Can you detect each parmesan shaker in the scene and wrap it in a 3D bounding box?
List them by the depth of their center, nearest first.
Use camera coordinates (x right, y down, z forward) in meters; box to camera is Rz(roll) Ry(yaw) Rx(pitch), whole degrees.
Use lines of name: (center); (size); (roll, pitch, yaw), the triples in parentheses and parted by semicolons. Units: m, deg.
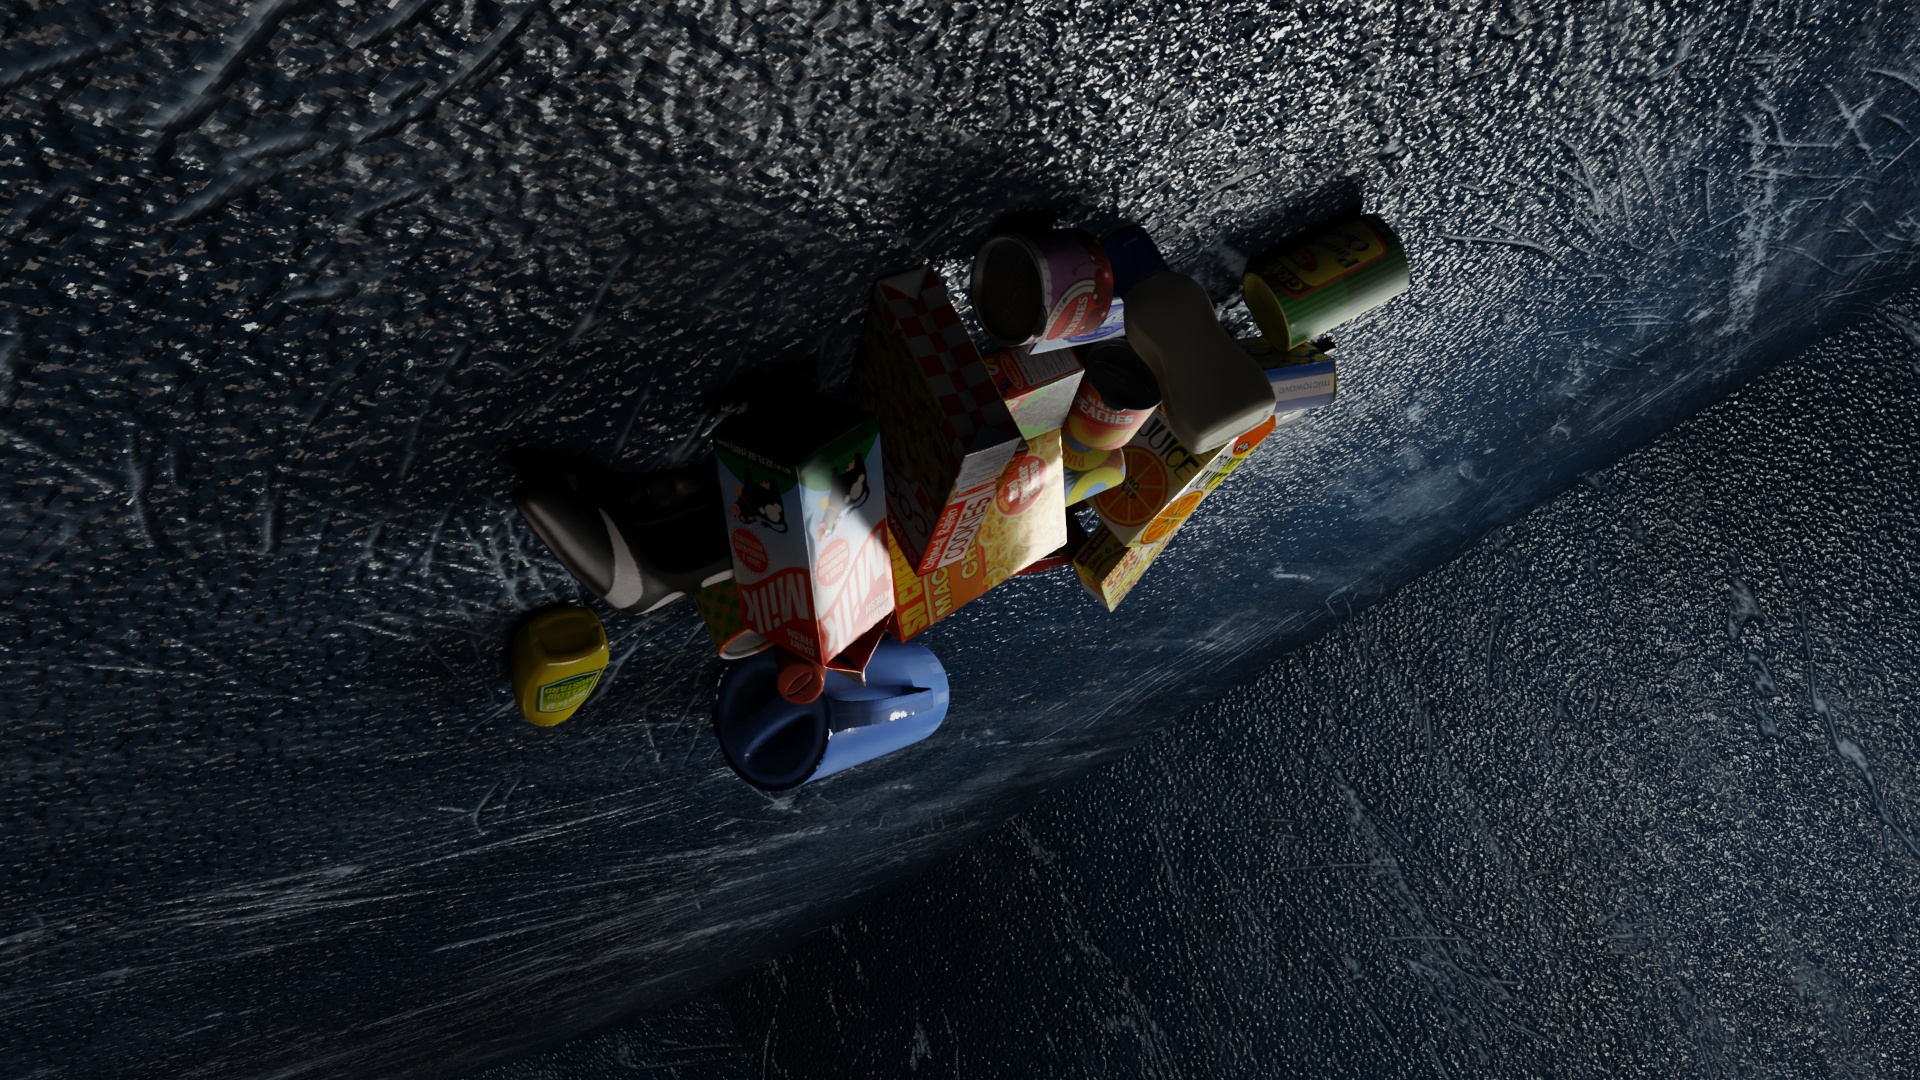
parmesan shaker: (0.271, -0.194, 1.035); (0.103, 0.071, 0.071); (-28, 162, -4)

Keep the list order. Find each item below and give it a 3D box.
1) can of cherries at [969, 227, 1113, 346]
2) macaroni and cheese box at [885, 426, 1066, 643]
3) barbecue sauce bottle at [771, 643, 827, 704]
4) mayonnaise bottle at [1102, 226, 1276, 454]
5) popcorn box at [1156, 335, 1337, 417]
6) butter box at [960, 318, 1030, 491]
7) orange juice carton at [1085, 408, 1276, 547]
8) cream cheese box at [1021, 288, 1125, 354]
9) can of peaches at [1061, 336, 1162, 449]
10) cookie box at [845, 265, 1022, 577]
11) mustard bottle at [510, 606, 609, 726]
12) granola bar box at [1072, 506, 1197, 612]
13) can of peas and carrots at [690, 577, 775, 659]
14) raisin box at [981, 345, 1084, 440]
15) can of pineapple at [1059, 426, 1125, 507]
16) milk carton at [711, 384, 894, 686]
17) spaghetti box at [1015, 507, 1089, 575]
can of cherries: (0.049, -0.149, 0.822); (0.058, 0.071, 0.071); (-14, 157, -37)
macaroni and cheese box: (0.004, -0.013, 1.056); (0.167, 0.040, 0.123); (-30, 136, -25)
barbecue sauce bottle: (-0.125, 0.084, 1.125); (0.065, 0.043, 0.149); (-41, -163, 11)
mayonnaise bottle: (0.136, -0.130, 0.874); (0.065, 0.148, 0.041); (-26, 162, -6)
popcorn box: (0.210, -0.124, 1.059); (0.127, 0.085, 0.038); (-10, 115, -10)
butter box: (0.003, -0.084, 0.881); (0.024, 0.104, 0.053); (-15, 158, -32)
orange juice carton: (0.195, -0.084, 1.174); (0.192, 0.073, 0.072); (-47, 158, 21)
cream cheese box: (0.090, -0.156, 0.936); (0.104, 0.024, 0.053); (-16, 158, -33)
can of peaches: (0.110, -0.107, 1.028); (0.071, 0.071, 0.057); (-18, 160, -28)
cookie box: (-0.024, -0.067, 0.854); (0.040, 0.123, 0.166); (-20, 160, -21)
mustard bottle: (-0.304, 0.103, 1.037); (0.065, 0.049, 0.159); (-15, 158, -29)
granola bar box: (0.176, -0.019, 1.318); (0.166, 0.039, 0.124); (-50, 162, -6)
can of peas and carrots: (-0.166, 0.050, 1.076); (0.071, 0.059, 0.070); (-25, 162, -9)
raisin box: (0.019, -0.093, 0.982); (0.124, 0.040, 0.085); (-22, 162, -16)
can of pineapple: (0.092, -0.066, 1.119); (0.058, 0.071, 0.070); (-24, 161, -14)
milk carton: (-0.094, 0.007, 0.873); (0.074, 0.072, 0.189); (-37, 138, -40)
spaghetti box: (0.020, 0.010, 1.250); (0.251, 0.050, 0.028); (-10, 154, -42)
